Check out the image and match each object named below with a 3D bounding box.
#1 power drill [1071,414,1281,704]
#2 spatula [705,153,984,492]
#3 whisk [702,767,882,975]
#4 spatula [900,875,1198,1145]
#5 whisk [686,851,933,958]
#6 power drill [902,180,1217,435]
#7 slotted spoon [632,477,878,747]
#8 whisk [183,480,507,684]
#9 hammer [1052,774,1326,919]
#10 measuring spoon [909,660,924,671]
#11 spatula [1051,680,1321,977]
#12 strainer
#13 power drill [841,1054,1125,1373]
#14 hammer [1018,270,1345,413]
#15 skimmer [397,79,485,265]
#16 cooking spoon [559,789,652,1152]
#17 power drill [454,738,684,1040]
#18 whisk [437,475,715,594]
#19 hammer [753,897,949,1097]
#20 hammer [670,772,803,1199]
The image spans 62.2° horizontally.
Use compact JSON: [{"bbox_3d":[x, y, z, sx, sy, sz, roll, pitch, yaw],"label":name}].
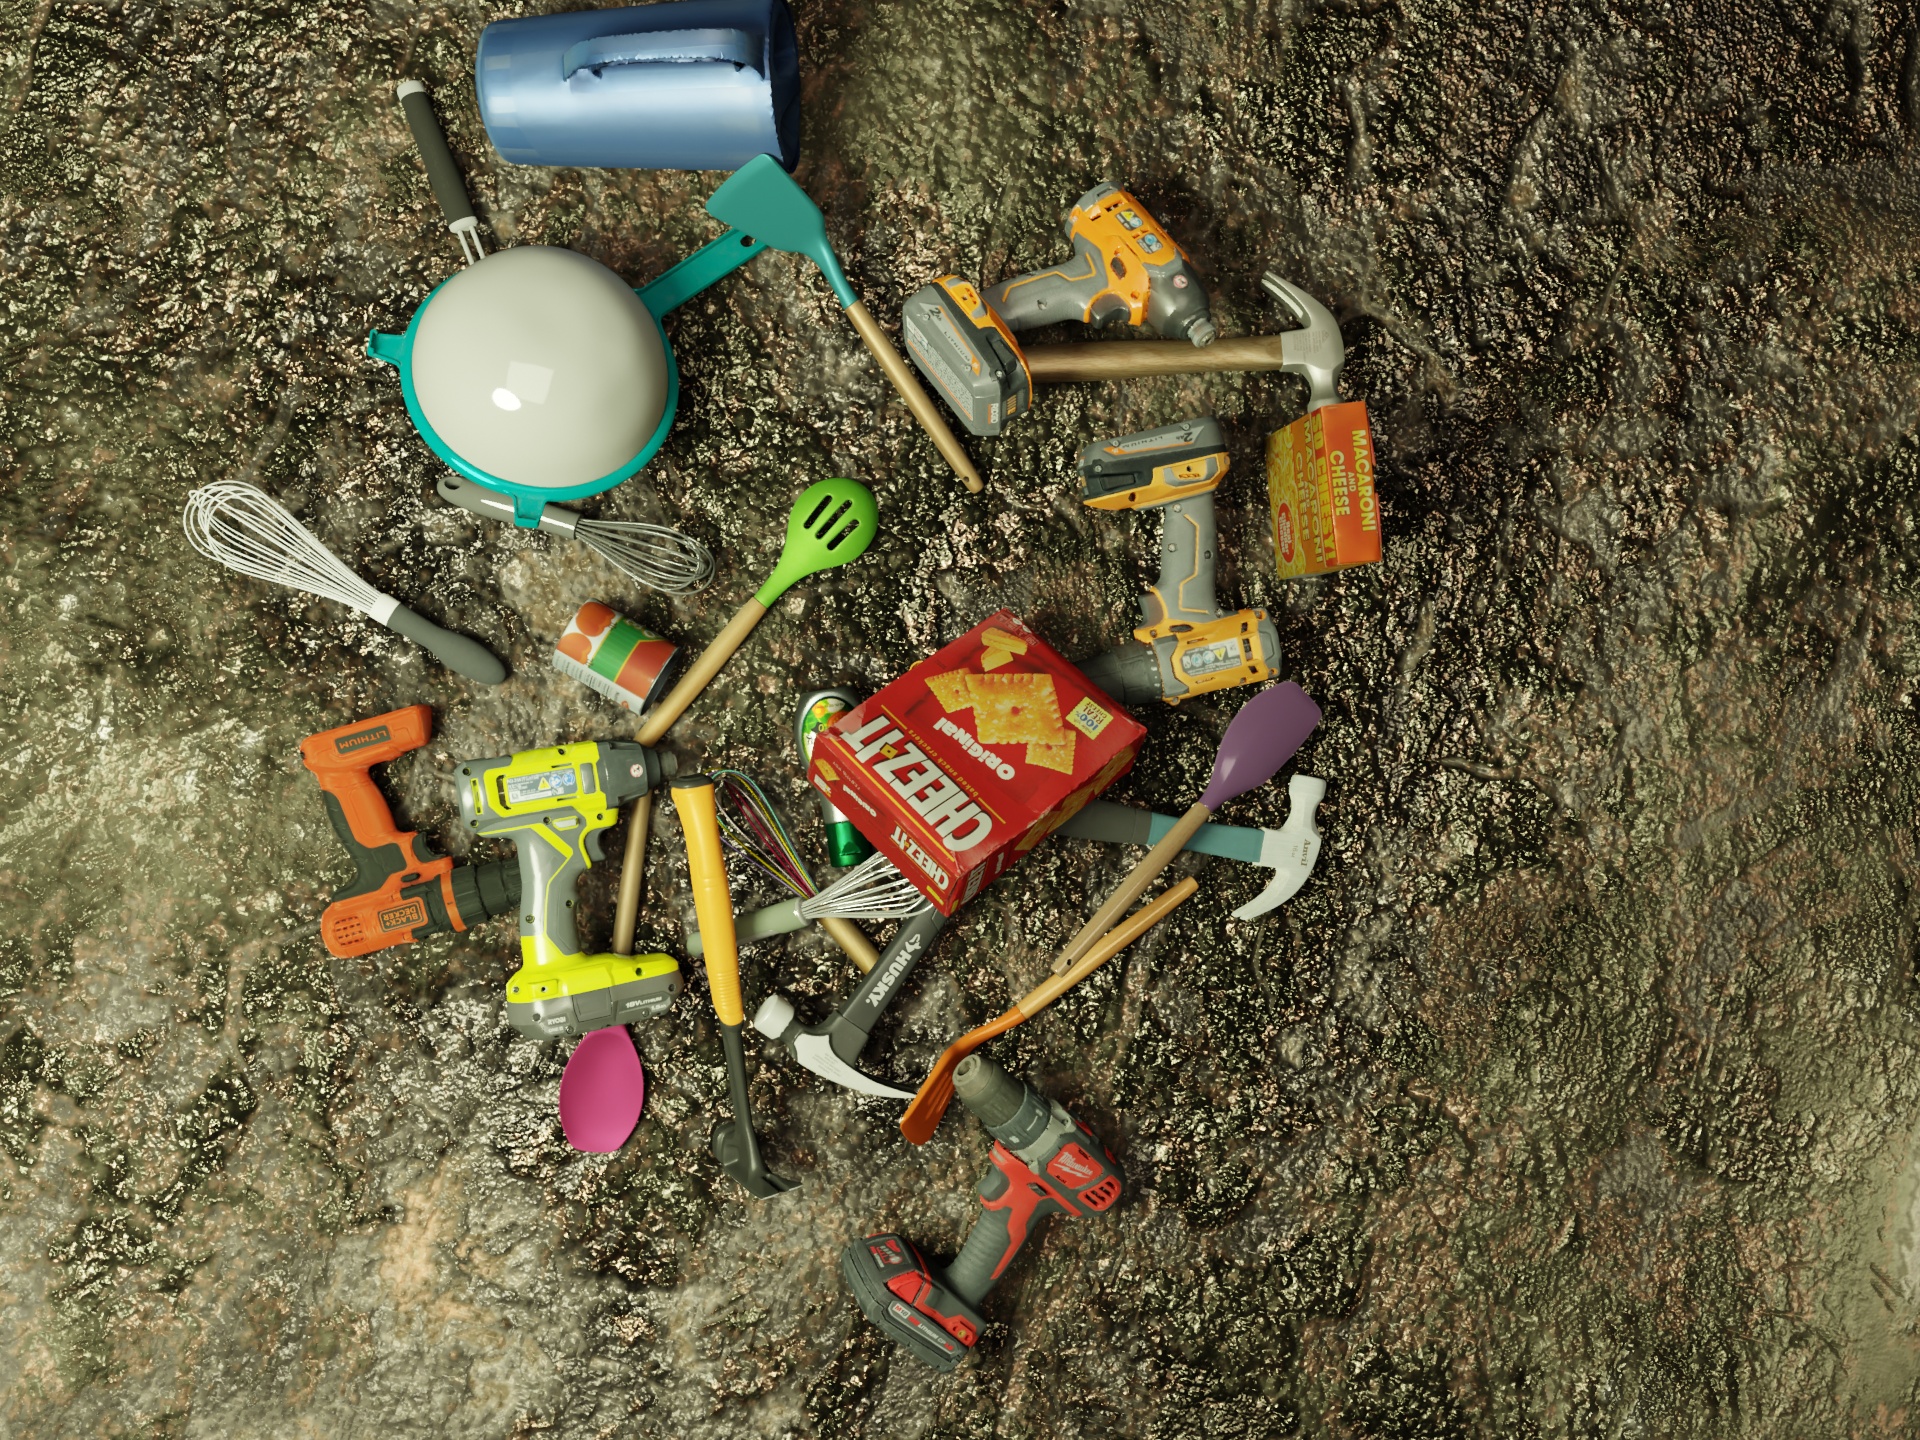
[{"bbox_3d":[0.155,-0.123,1.321,0.185,0.084,0.226,-14,96,-1],"label":"power drill"},{"bbox_3d":[-0.080,-0.313,1.298,0.082,0.044,0.317,-25,108,40],"label":"spatula"},{"bbox_3d":[-0.130,0.133,1.326,0.051,0.047,0.245,-39,98,10],"label":"whisk"},{"bbox_3d":[0.076,0.238,1.336,0.322,0.081,0.041,-36,61,-6],"label":"spatula"},{"bbox_3d":[-0.119,0.153,1.285,0.246,0.057,0.059,-20,73,22],"label":"whisk"},{"bbox_3d":[0.086,-0.323,1.277,0.226,0.084,0.164,-32,70,-13],"label":"power drill"},{"bbox_3d":[-0.182,-0.077,1.325,0.070,0.031,0.314,41,90,-4],"label":"slotted spoon"},{"bbox_3d":[-0.497,-0.107,1.294,0.284,0.070,0.070,31,89,-9],"label":"whisk"},{"bbox_3d":[0.142,0.086,1.320,0.331,0.033,0.128,10,88,-12],"label":"hammer"},{"bbox_3d":[-0.002,-0.004,1.347,0.021,0.011,0.117,-41,97,-2],"label":"measuring spoon"},{"bbox_3d":[0.181,0.088,1.302,0.059,0.018,0.316,45,79,-9],"label":"spatula"},{"bbox_3d":[-0.270,-0.319,1.230,0.340,0.095,0.211,-41,89,-22],"label":"strainer"},{"bbox_3d":[0.007,0.394,1.297,0.227,0.080,0.187,-46,115,-4],"label":"power drill"},{"bbox_3d":[0.154,-0.305,1.331,0.331,0.031,0.130,-3,80,-1],"label":"hammer"},{"bbox_3d":[-0.380,-0.349,1.274,0.127,0.090,0.363,-21,92,-7],"label":"skimmer"},{"bbox_3d":[-0.284,0.203,1.327,0.068,0.017,0.319,8,91,-8],"label":"cooking spoon"},{"bbox_3d":[-0.298,0.129,1.270,0.171,0.080,0.223,-9,92,-21],"label":"power drill"},{"bbox_3d":[-0.317,-0.156,1.307,0.239,0.055,0.055,18,90,1],"label":"whisk"},{"bbox_3d":[-0.015,0.157,1.319,0.146,0.035,0.335,38,82,-12],"label":"hammer"},{"bbox_3d":[-0.186,0.209,1.262,0.034,0.127,0.337,-12,99,-27],"label":"hammer"}]
